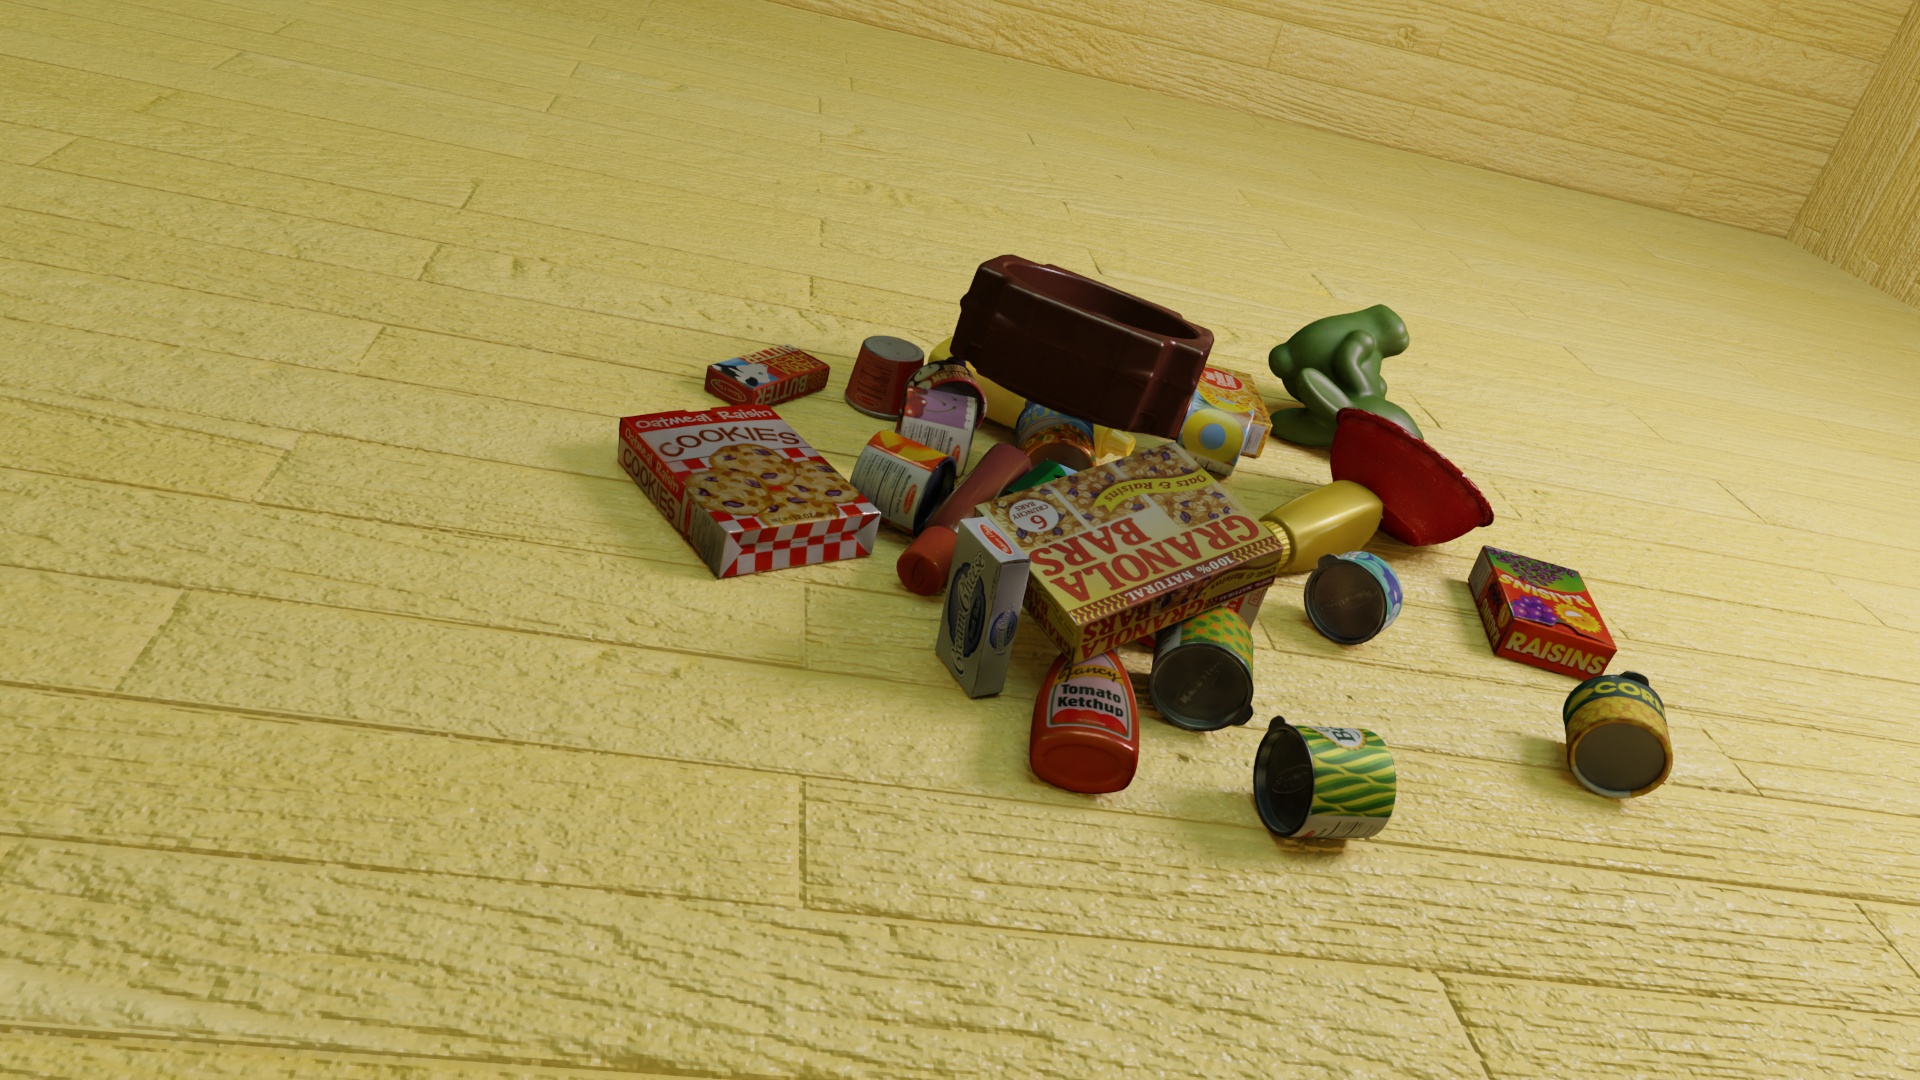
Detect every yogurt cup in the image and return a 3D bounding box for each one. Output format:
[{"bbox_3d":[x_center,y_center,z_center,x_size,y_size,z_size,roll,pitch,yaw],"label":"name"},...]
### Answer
[{"bbox_3d":[-0.063,-0.144,1.209,0.072,0.053,0.073,11,29,-6],"label":"yogurt cup"}]

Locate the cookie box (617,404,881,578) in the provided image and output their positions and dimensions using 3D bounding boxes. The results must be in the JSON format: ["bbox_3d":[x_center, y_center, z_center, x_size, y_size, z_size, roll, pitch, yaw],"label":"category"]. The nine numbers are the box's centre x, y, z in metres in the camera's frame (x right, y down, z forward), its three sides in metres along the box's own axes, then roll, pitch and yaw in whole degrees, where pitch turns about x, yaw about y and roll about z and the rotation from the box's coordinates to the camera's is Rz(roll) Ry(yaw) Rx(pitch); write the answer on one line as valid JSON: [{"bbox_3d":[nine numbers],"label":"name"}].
[{"bbox_3d":[-0.155,-0.041,0.997,0.123,0.040,0.168,-9,37,-37],"label":"cookie box"}]

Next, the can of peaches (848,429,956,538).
[{"bbox_3d":[-0.043,-0.042,1.029,0.058,0.071,0.071,23,29,15],"label":"can of peaches"}]

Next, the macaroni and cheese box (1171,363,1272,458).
[{"bbox_3d":[0.208,-0.140,1.351,0.166,0.040,0.124,13,29,-6],"label":"macaroni and cheese box"}]

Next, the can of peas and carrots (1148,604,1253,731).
[{"bbox_3d":[0.160,0.083,0.906,0.071,0.070,0.059,17,28,3],"label":"can of peas and carrots"}]

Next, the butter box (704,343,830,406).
[{"bbox_3d":[-0.163,-0.139,1.183,0.053,0.024,0.104,29,31,24],"label":"butter box"}]

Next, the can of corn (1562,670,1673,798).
[{"bbox_3d":[0.452,0.133,0.954,0.071,0.070,0.058,21,30,10],"label":"can of corn"}]

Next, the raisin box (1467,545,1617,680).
[{"bbox_3d":[0.471,0.058,1.130,0.086,0.040,0.124,17,29,1],"label":"raisin box"}]

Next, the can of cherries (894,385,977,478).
[{"bbox_3d":[-0.022,-0.089,1.121,0.058,0.071,0.072,10,29,-7],"label":"can of cherries"}]

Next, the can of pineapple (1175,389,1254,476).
[{"bbox_3d":[0.228,-0.099,1.257,0.058,0.070,0.071,20,29,6],"label":"can of pineapple"}]

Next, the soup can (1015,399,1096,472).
[{"bbox_3d":[0.076,-0.074,1.138,0.071,0.071,0.084,13,29,-5],"label":"soup can"}]

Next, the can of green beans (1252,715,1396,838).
[{"bbox_3d":[0.216,0.143,0.825,0.058,0.071,0.071,5,30,-18],"label":"can of green beans"}]

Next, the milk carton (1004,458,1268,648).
[{"bbox_3d":[0.122,0.017,0.996,0.191,0.072,0.074,25,30,17],"label":"milk carton"}]

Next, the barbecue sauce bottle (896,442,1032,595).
[{"bbox_3d":[0.004,-0.013,1.006,0.044,0.064,0.149,27,39,12],"label":"barbecue sauce bottle"}]

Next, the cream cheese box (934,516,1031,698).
[{"bbox_3d":[0.013,0.042,0.866,0.024,0.103,0.053,-8,35,-29],"label":"cream cheese box"}]

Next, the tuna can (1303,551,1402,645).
[{"bbox_3d":[0.294,0.040,1.042,0.071,0.070,0.033,33,31,29],"label":"tuna can"}]

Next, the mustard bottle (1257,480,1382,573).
[{"bbox_3d":[0.275,-0.006,1.124,0.161,0.065,0.049,-15,45,-37],"label":"mustard bottle"}]

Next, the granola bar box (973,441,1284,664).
[{"bbox_3d":[0.108,0.004,0.914,0.166,0.038,0.124,-18,47,-26],"label":"granola bar box"}]

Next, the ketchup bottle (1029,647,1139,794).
[{"bbox_3d":[0.079,0.096,0.865,0.065,0.043,0.149,10,28,2],"label":"ketchup bottle"}]

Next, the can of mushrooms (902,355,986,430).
[{"bbox_3d":[-0.013,-0.118,1.171,0.071,0.070,0.033,3,32,-22],"label":"can of mushrooms"}]
